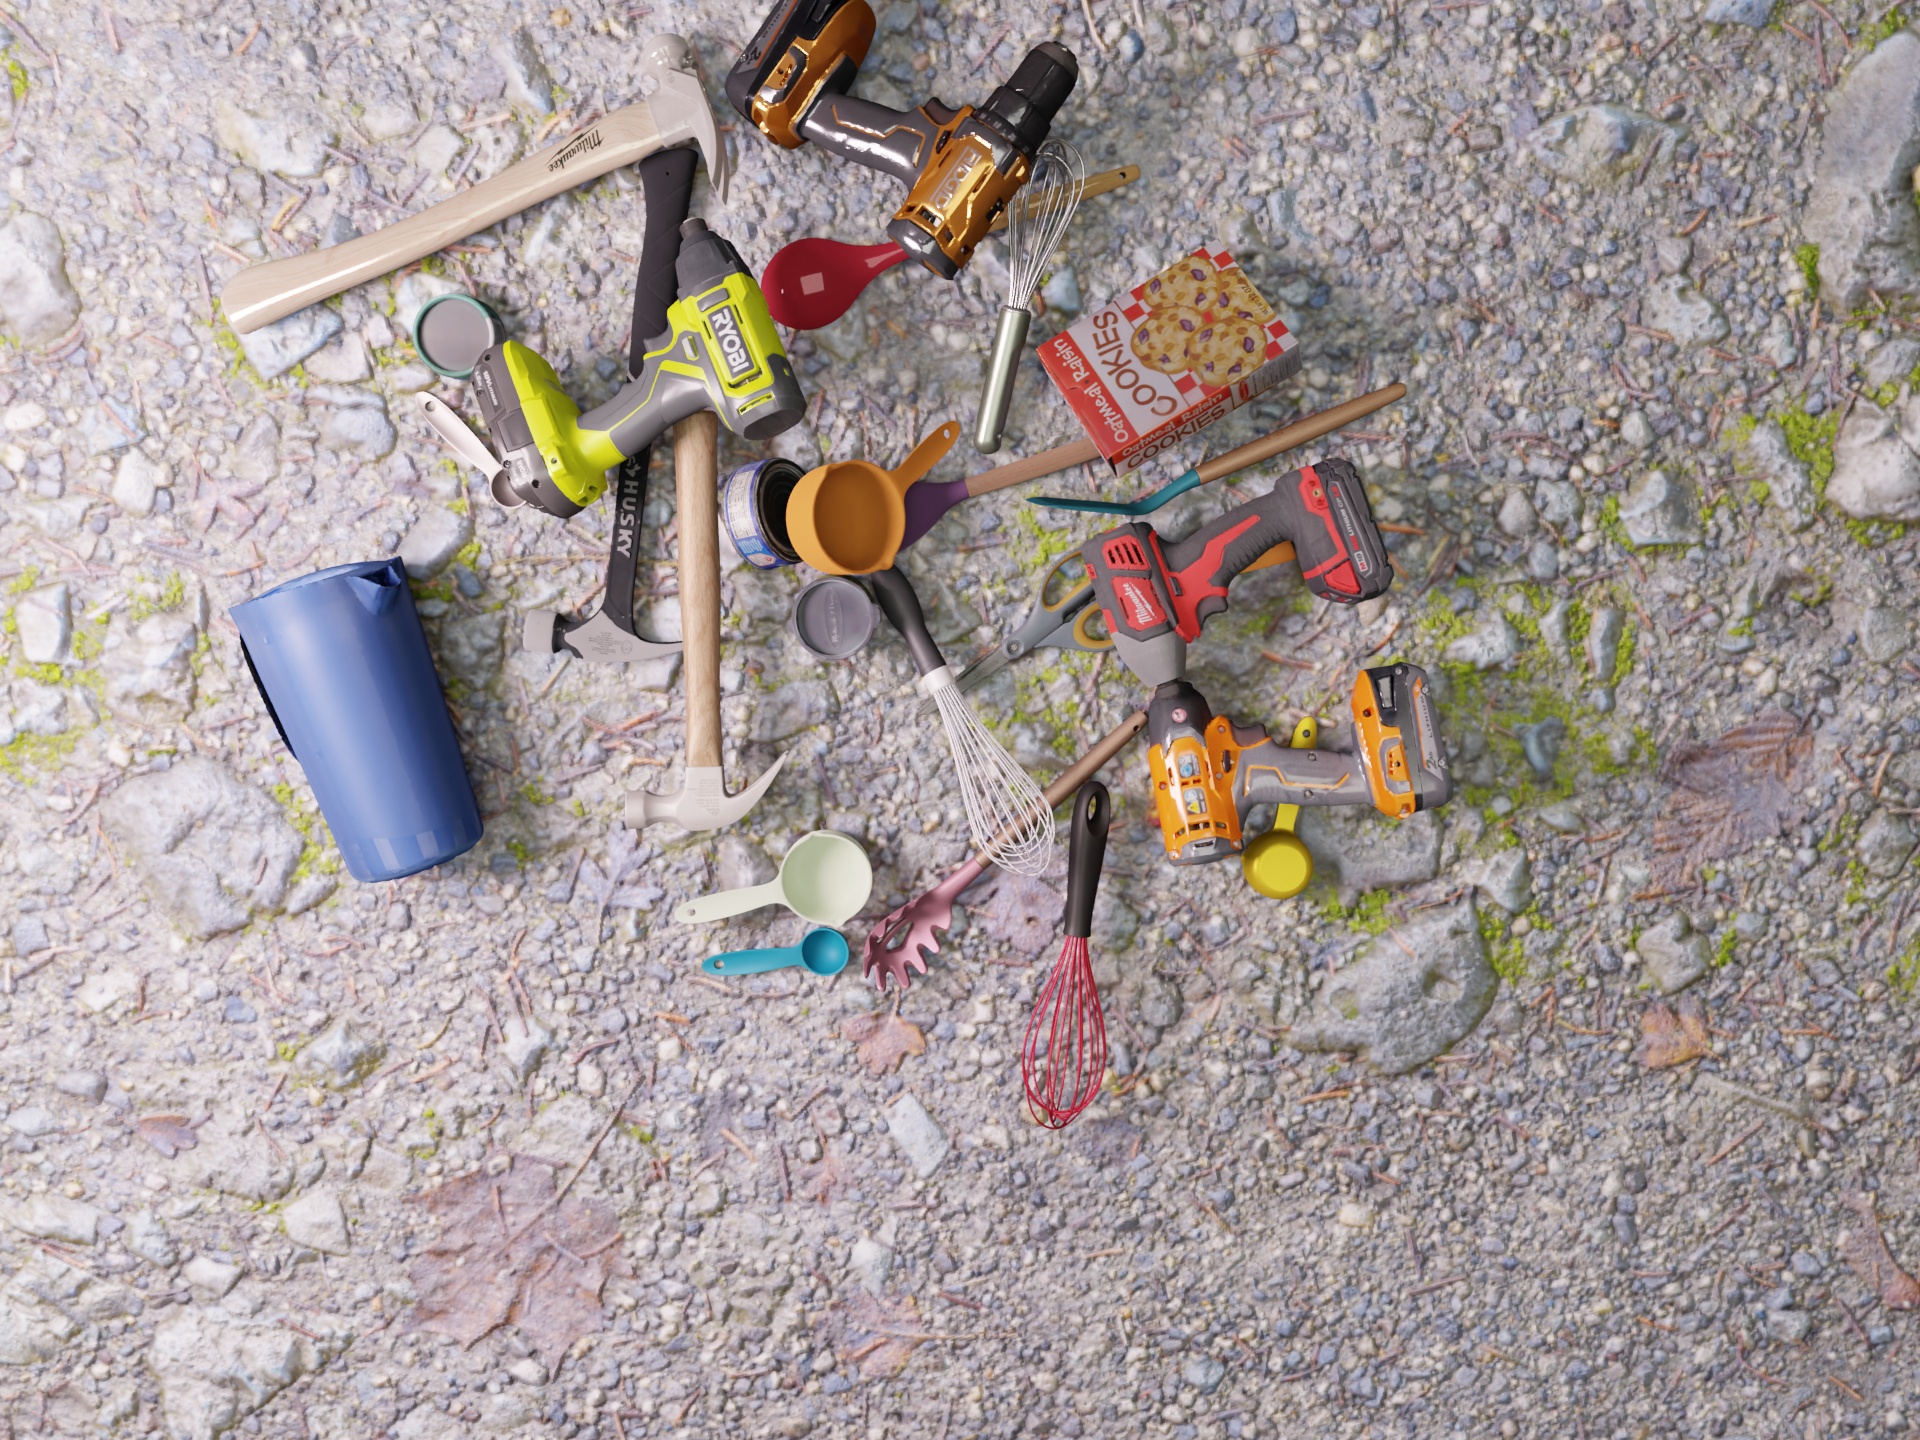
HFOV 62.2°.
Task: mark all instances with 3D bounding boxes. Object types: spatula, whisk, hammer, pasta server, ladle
[{"bbox_3d":[0.031,-0.193,1.285,0.316,0.018,0.059,-18,101,3],"label":"spatula"},{"bbox_3d":[0.209,-0.215,1.271,0.317,0.082,0.044,-23,104,-4],"label":"spatula"},{"bbox_3d":[-0.001,-0.005,1.276,0.070,0.070,0.285,-27,84,3],"label":"whisk"},{"bbox_3d":[0.047,-0.328,1.242,0.059,0.058,0.246,18,109,16],"label":"whisk"},{"bbox_3d":[-0.249,-0.246,1.265,0.149,0.036,0.409,8,97,-3],"label":"hammer"},{"bbox_3d":[0.038,0.104,1.318,0.316,0.040,0.060,-42,122,3],"label":"pasta server"},{"bbox_3d":[-0.376,-0.383,1.221,0.410,0.038,0.146,-22,70,5],"label":"hammer"},{"bbox_3d":[-0.203,-0.077,1.258,0.130,0.031,0.331,-1,97,-5],"label":"hammer"},{"bbox_3d":[-0.008,-0.383,1.256,0.315,0.031,0.069,-19,100,0],"label":"ladle"},{"bbox_3d":[0.095,0.196,1.318,0.073,0.073,0.296,6,96,-2],"label":"whisk"}]

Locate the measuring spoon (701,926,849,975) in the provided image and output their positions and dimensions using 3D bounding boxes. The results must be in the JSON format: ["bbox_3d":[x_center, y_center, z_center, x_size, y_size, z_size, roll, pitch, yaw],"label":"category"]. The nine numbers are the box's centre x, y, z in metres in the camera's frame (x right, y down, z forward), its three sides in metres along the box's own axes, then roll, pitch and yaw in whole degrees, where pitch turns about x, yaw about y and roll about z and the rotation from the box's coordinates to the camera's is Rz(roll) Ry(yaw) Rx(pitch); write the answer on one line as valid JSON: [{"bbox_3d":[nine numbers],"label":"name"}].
[{"bbox_3d":[-0.155,0.198,1.341,0.128,0.021,0.042,-8,99,9],"label":"measuring spoon"}]

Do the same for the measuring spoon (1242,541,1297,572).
[{"bbox_3d":[0.247,-0.134,1.301,0.117,0.011,0.021,-18,98,1],"label":"measuring spoon"}]

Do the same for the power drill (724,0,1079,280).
[{"bbox_3d":[-0.039,-0.464,1.186,0.226,0.084,0.185,39,98,11],"label":"power drill"}]

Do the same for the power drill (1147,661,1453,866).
[{"bbox_3d":[0.264,0.019,1.282,0.226,0.084,0.164,-12,81,6],"label":"power drill"}]

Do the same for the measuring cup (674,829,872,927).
[{"bbox_3d":[-0.154,0.139,1.320,0.167,0.038,0.083,-14,98,3],"label":"measuring cup"}]

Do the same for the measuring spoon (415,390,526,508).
[{"bbox_3d":[-0.391,-0.219,1.279,0.124,0.018,0.034,45,95,0],"label":"measuring spoon"}]

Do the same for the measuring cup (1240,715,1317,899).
[{"bbox_3d":[0.276,0.074,1.322,0.062,0.029,0.156,11,97,-3],"label":"measuring cup"}]

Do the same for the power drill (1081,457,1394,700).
[{"bbox_3d":[0.219,-0.112,1.260,0.219,0.078,0.143,-20,90,0],"label":"power drill"}]

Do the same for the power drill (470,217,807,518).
[{"bbox_3d":[-0.244,-0.262,1.197,0.223,0.080,0.171,-24,82,10],"label":"power drill"}]

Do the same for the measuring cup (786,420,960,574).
[{"bbox_3d":[-0.067,-0.184,1.256,0.174,0.052,0.095,-47,119,-29],"label":"measuring cup"}]
